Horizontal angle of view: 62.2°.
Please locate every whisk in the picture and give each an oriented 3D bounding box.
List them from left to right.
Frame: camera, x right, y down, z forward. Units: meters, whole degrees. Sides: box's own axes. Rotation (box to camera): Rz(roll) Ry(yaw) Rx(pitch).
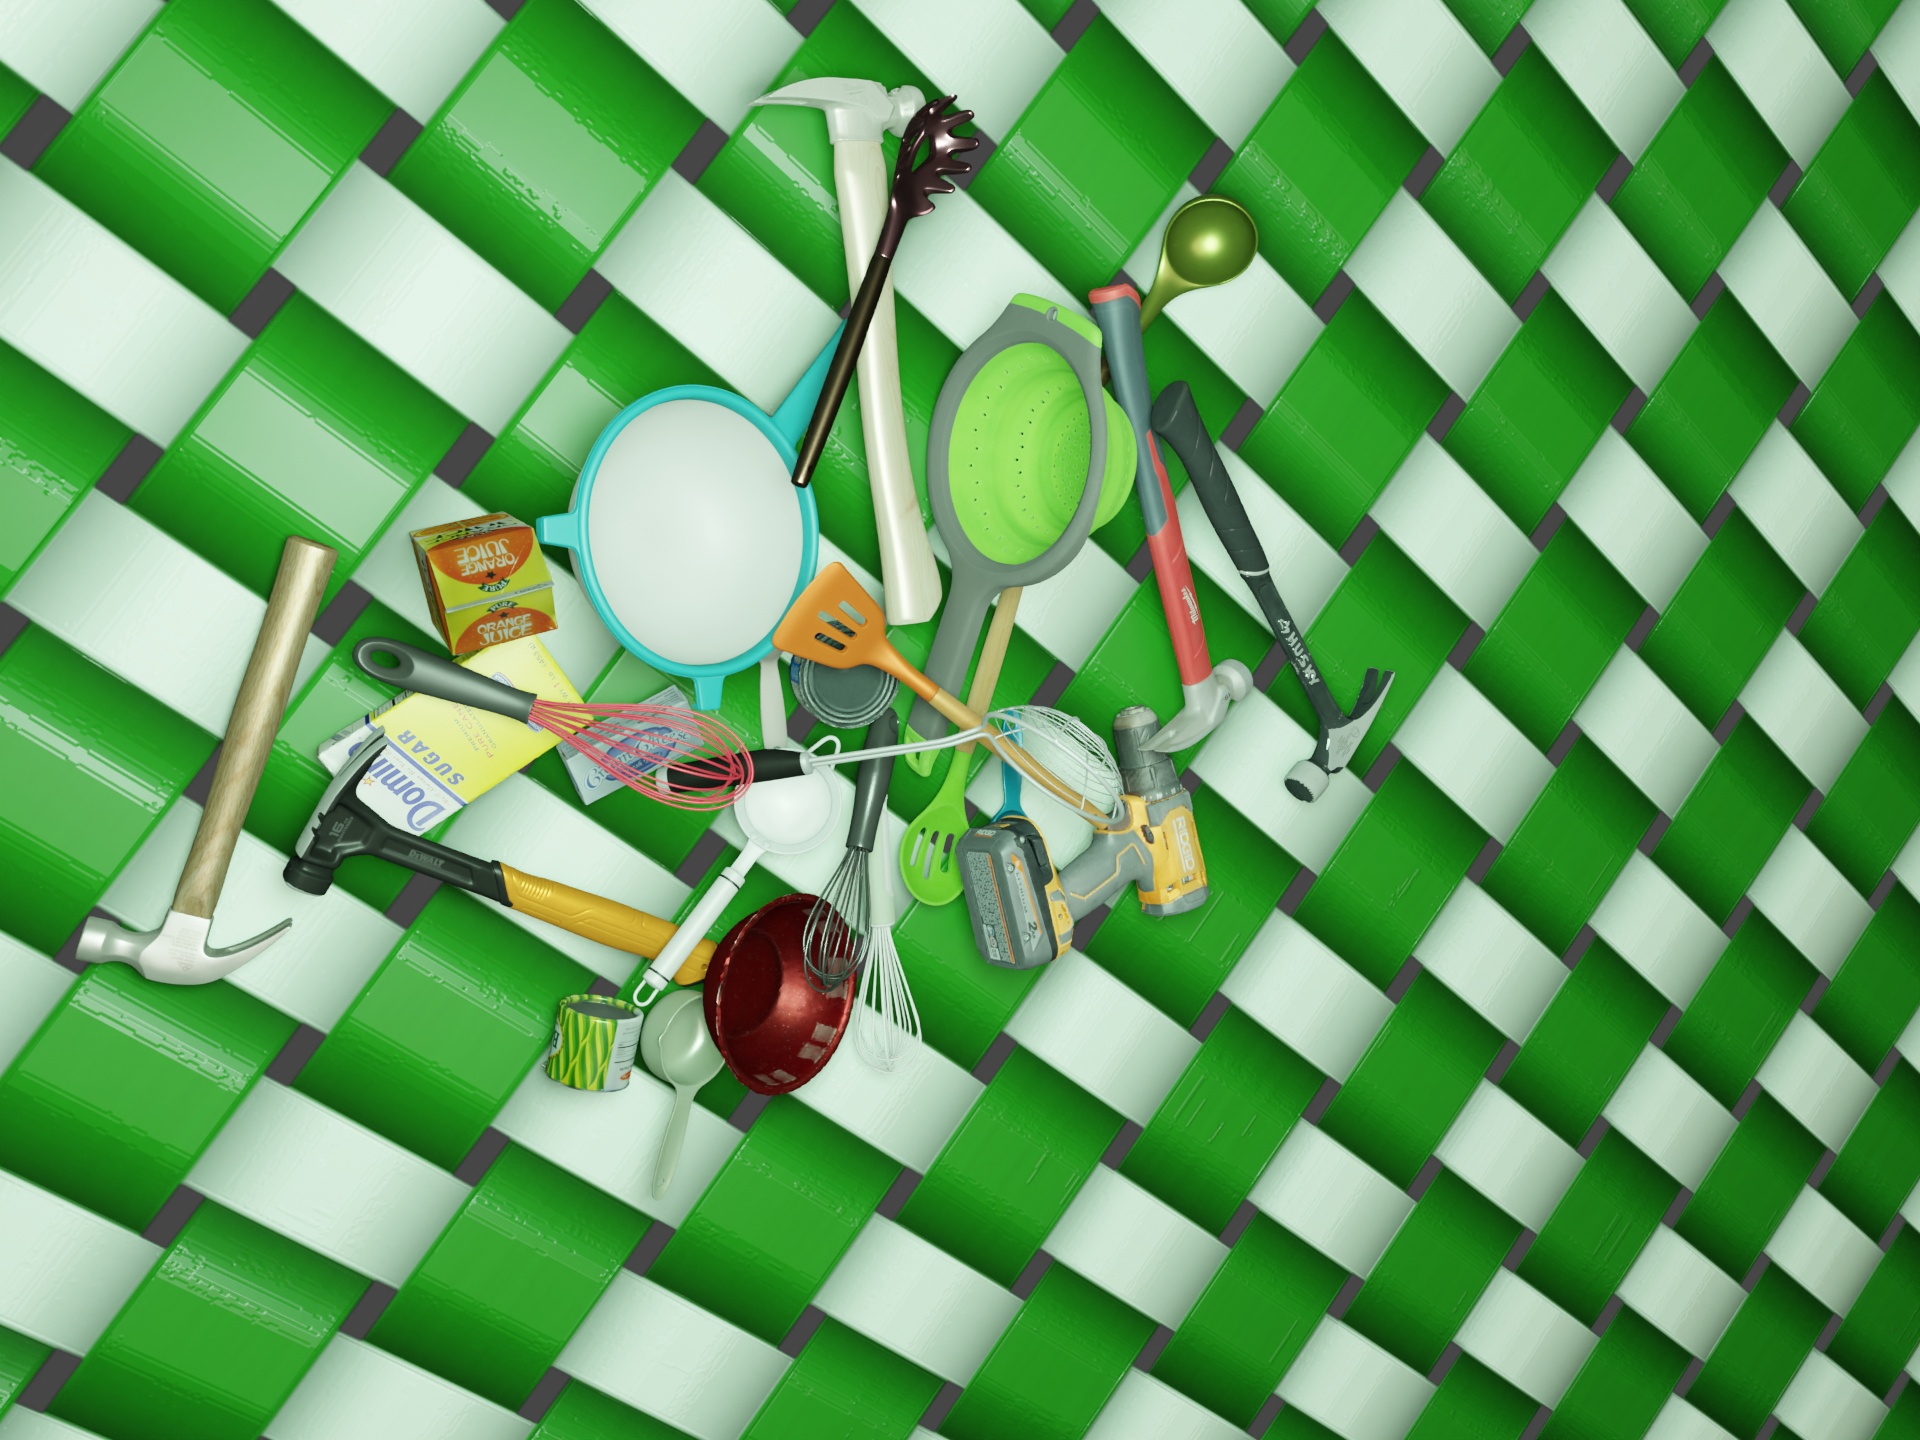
[{"bbox_3d":[-0.291,-0.003,1.151,0.295,0.073,0.073,19,92,-12],"label":"whisk"},{"bbox_3d":[-0.084,0.101,1.278,0.055,0.055,0.239,19,72,-24],"label":"whisk"},{"bbox_3d":[-0.066,0.177,1.334,0.059,0.058,0.246,-1,97,13],"label":"whisk"}]

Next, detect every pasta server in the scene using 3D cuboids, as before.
[{"bbox_3d":[-0.062,-0.318,1.180,0.060,0.040,0.316,29,77,-48],"label":"pasta server"}]

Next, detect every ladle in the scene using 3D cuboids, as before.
[{"bbox_3d":[0.134,-0.304,1.326,0.078,0.062,0.320,38,87,-22],"label":"ladle"}]

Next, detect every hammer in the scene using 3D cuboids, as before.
[{"bbox_3d":[-0.510,0.030,1.135,0.130,0.031,0.331,19,92,-23],"label":"hammer"},{"bbox_3d":[-0.320,0.124,1.198,0.336,0.034,0.127,28,96,-33],"label":"hammer"},{"bbox_3d":[-0.071,-0.277,1.223,0.146,0.038,0.410,-14,102,-39],"label":"hammer"},{"bbox_3d":[0.158,-0.165,1.322,0.143,0.038,0.386,-35,118,-40],"label":"hammer"},{"bbox_3d":[0.266,-0.119,1.376,0.149,0.036,0.408,-47,123,-20],"label":"hammer"}]

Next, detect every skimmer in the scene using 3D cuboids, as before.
[{"bbox_3d":[-0.059,0.050,1.213,0.363,0.127,0.090,-8,62,9],"label":"skimmer"}]

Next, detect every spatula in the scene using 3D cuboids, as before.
[{"bbox_3d":[-0.002,-0.004,1.249,0.322,0.041,0.081,37,96,-18],"label":"spatula"}]

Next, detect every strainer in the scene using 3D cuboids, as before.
[{"bbox_3d":[-0.183,-0.186,1.208,0.210,0.095,0.340,51,58,-33],"label":"strainer"},{"bbox_3d":[-0.177,0.118,1.259,0.087,0.050,0.258,36,72,0],"label":"strainer"}]

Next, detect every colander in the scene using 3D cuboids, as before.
[{"bbox_3d":[0.047,-0.134,1.280,0.094,0.205,0.397,-1,119,-40],"label":"colander"}]

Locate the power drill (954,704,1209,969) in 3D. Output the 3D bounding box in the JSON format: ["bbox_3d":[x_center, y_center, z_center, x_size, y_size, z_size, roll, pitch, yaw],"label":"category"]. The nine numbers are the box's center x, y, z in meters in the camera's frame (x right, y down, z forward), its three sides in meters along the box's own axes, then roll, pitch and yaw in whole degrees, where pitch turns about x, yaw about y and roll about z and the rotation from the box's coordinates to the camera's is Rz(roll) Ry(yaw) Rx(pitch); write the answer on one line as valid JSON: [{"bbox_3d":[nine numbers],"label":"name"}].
[{"bbox_3d":[0.108,0.098,1.359,0.226,0.084,0.185,-18,99,-33],"label":"power drill"}]

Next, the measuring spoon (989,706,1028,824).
[{"bbox_3d":[0.040,0.053,1.374,0.042,0.021,0.128,1,90,-31],"label":"measuring spoon"}]

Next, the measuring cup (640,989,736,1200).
[{"bbox_3d":[-0.232,0.297,1.274,0.083,0.038,0.167,16,86,-50],"label":"measuring cup"}]

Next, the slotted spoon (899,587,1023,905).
[{"bbox_3d":[0.012,0.002,1.345,0.070,0.031,0.314,16,91,-24],"label":"slotted spoon"}]

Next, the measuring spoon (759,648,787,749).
[{"bbox_3d":[-0.150,-0.020,1.279,0.034,0.018,0.124,-8,103,-21],"label":"measuring spoon"}]
